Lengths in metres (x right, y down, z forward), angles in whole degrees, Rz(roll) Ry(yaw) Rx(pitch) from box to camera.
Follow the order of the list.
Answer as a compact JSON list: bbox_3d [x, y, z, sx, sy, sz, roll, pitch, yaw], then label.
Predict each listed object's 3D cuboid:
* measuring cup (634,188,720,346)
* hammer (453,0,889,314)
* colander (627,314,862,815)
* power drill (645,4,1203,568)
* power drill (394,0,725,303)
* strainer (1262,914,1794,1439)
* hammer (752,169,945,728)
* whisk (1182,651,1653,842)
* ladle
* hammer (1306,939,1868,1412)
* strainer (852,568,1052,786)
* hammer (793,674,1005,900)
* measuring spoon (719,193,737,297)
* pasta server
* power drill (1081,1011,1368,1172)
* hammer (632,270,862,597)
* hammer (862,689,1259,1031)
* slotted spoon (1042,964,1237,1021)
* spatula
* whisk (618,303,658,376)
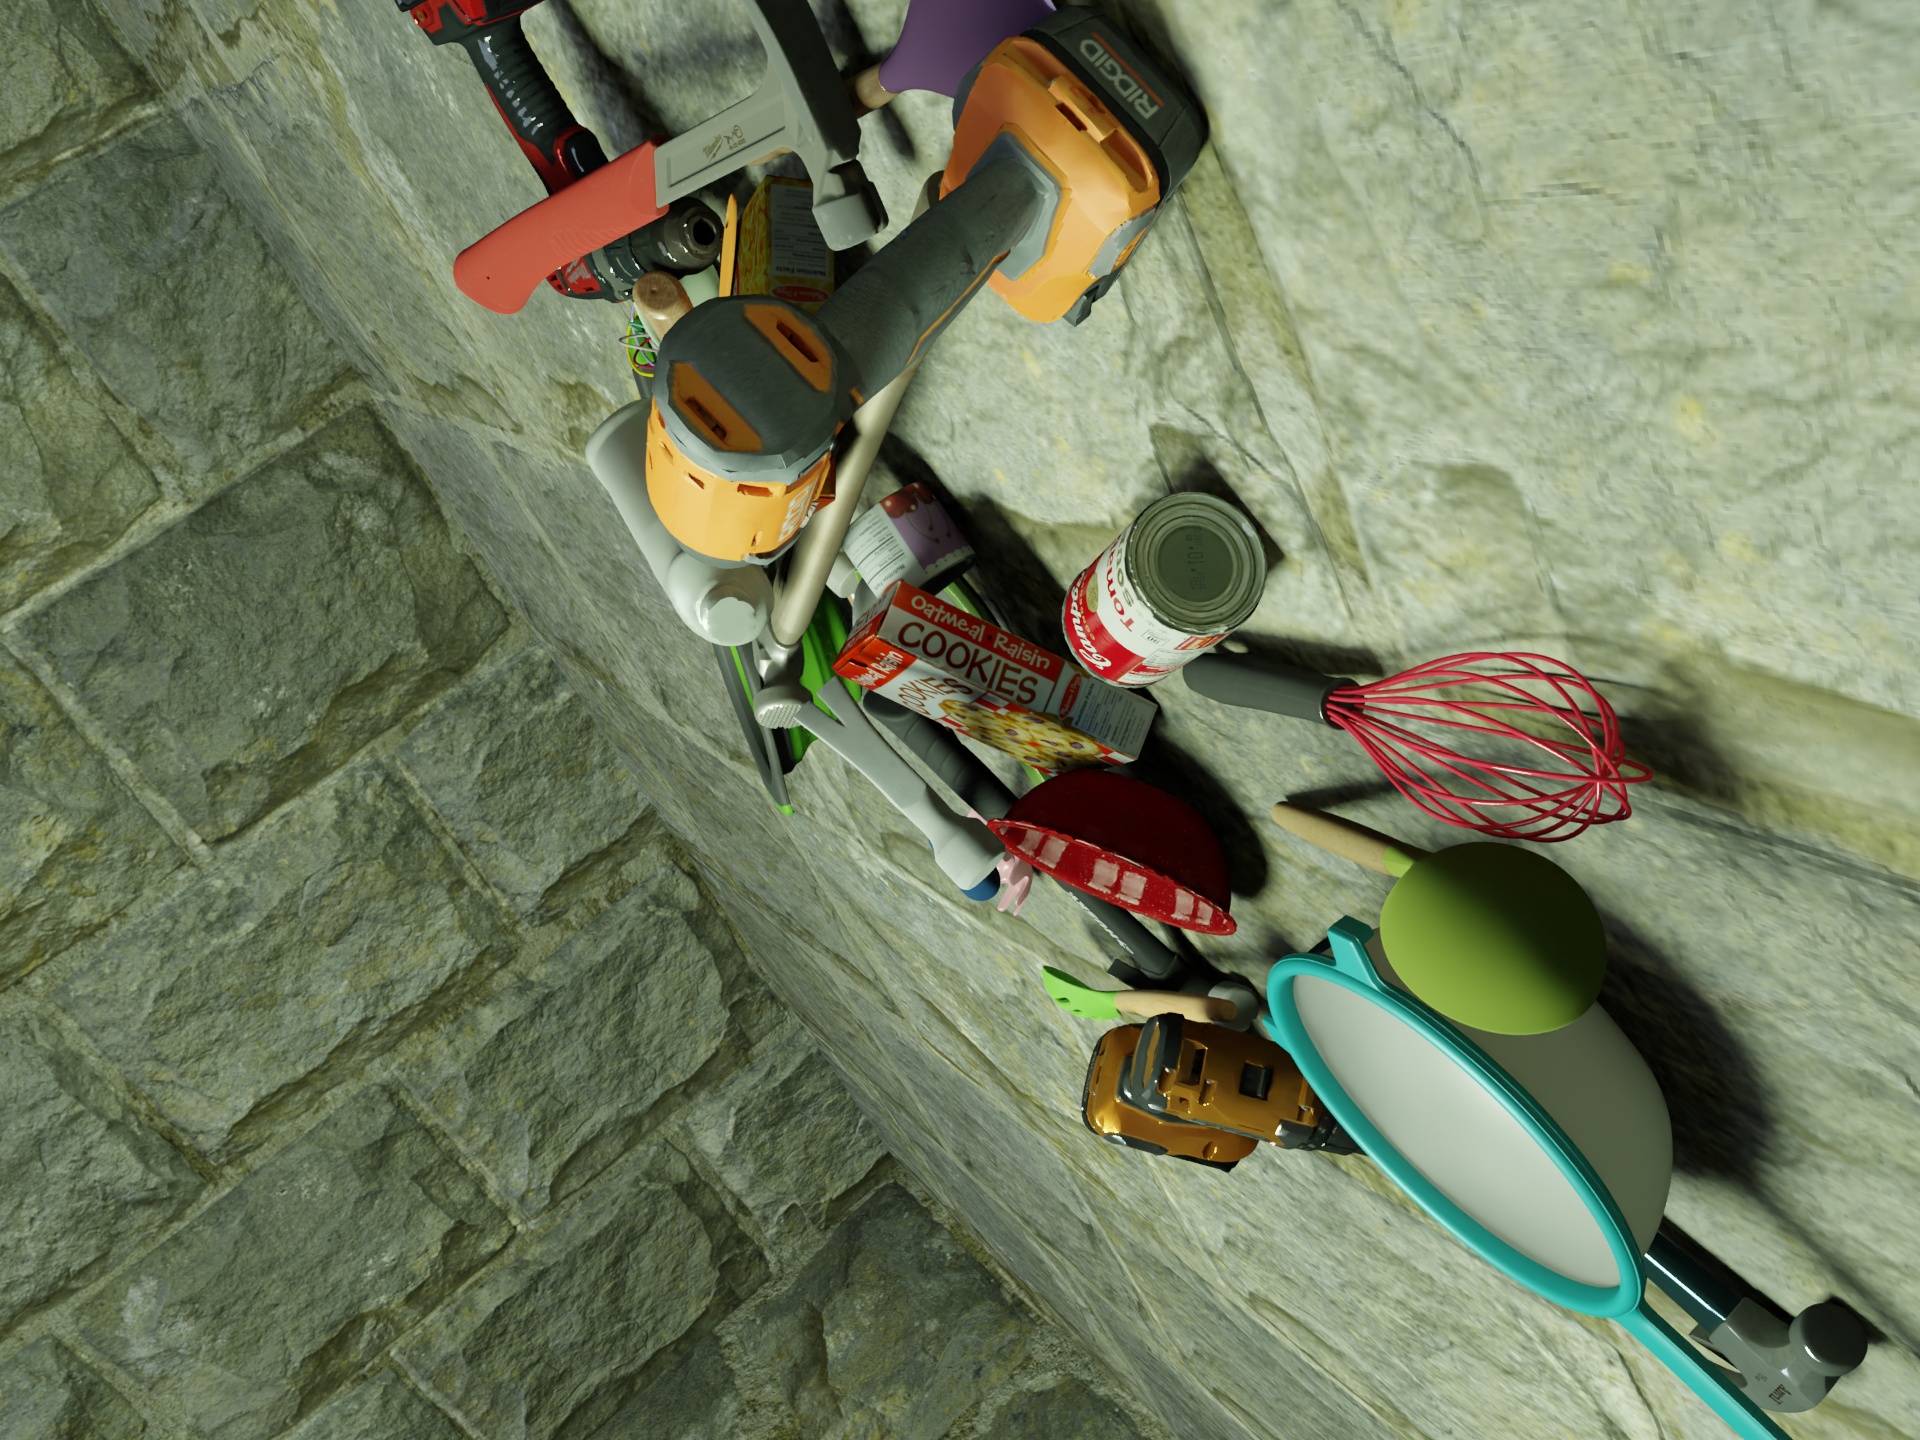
[{"bbox_3d":[-0.170,-0.299,1.007,0.083,0.038,0.167,56,151,9],"label":"measuring cup"},{"bbox_3d":[-0.182,-0.284,0.834,0.359,0.037,0.149,-1,122,49],"label":"hammer"},{"bbox_3d":[-0.160,-0.128,1.244,0.205,0.094,0.397,-149,41,-72],"label":"colander"},{"bbox_3d":[-0.026,-0.146,0.595,0.084,0.226,0.164,46,163,0],"label":"power drill"},{"bbox_3d":[-0.225,-0.351,0.919,0.188,0.080,0.226,16,136,53],"label":"power drill"},{"bbox_3d":[0.295,0.208,0.723,0.340,0.095,0.210,44,164,17],"label":"strainer"},{"bbox_3d":[-0.065,-0.150,0.883,0.410,0.038,0.146,124,142,-57],"label":"hammer"},{"bbox_3d":[0.173,-0.004,0.674,0.073,0.073,0.296,58,167,-19],"label":"whisk"},{"bbox_3d":[0.183,0.069,0.693,0.320,0.078,0.062,-142,51,-85],"label":"ladle"},{"bbox_3d":[0.303,0.228,0.842,0.331,0.033,0.128,41,159,32],"label":"hammer"},{"bbox_3d":[-0.002,-0.003,1.095,0.256,0.069,0.151,56,162,-9],"label":"strainer"},{"bbox_3d":[-0.014,0.072,1.047,0.144,0.035,0.405,45,176,14],"label":"hammer"},{"bbox_3d":[-0.136,-0.236,0.889,0.021,0.011,0.116,-114,31,-51],"label":"measuring spoon"},{"bbox_3d":[-0.021,0.019,1.244,0.060,0.040,0.316,8,133,57],"label":"pasta server"},{"bbox_3d":[0.183,0.245,1.025,0.185,0.084,0.226,16,163,-4],"label":"power drill"},{"bbox_3d":[-0.146,-0.189,1.043,0.130,0.031,0.331,42,172,19],"label":"hammer"},{"bbox_3d":[0.058,0.091,1.082,0.334,0.035,0.146,44,166,-19],"label":"hammer"},{"bbox_3d":[0.123,0.198,1.120,0.070,0.031,0.314,31,166,-9],"label":"slotted spoon"},{"bbox_3d":[-0.040,-0.284,0.721,0.059,0.018,0.316,53,163,-24],"label":"spatula"},{"bbox_3d":[-0.165,-0.243,1.086,0.245,0.047,0.051,29,170,44],"label":"whisk"}]
